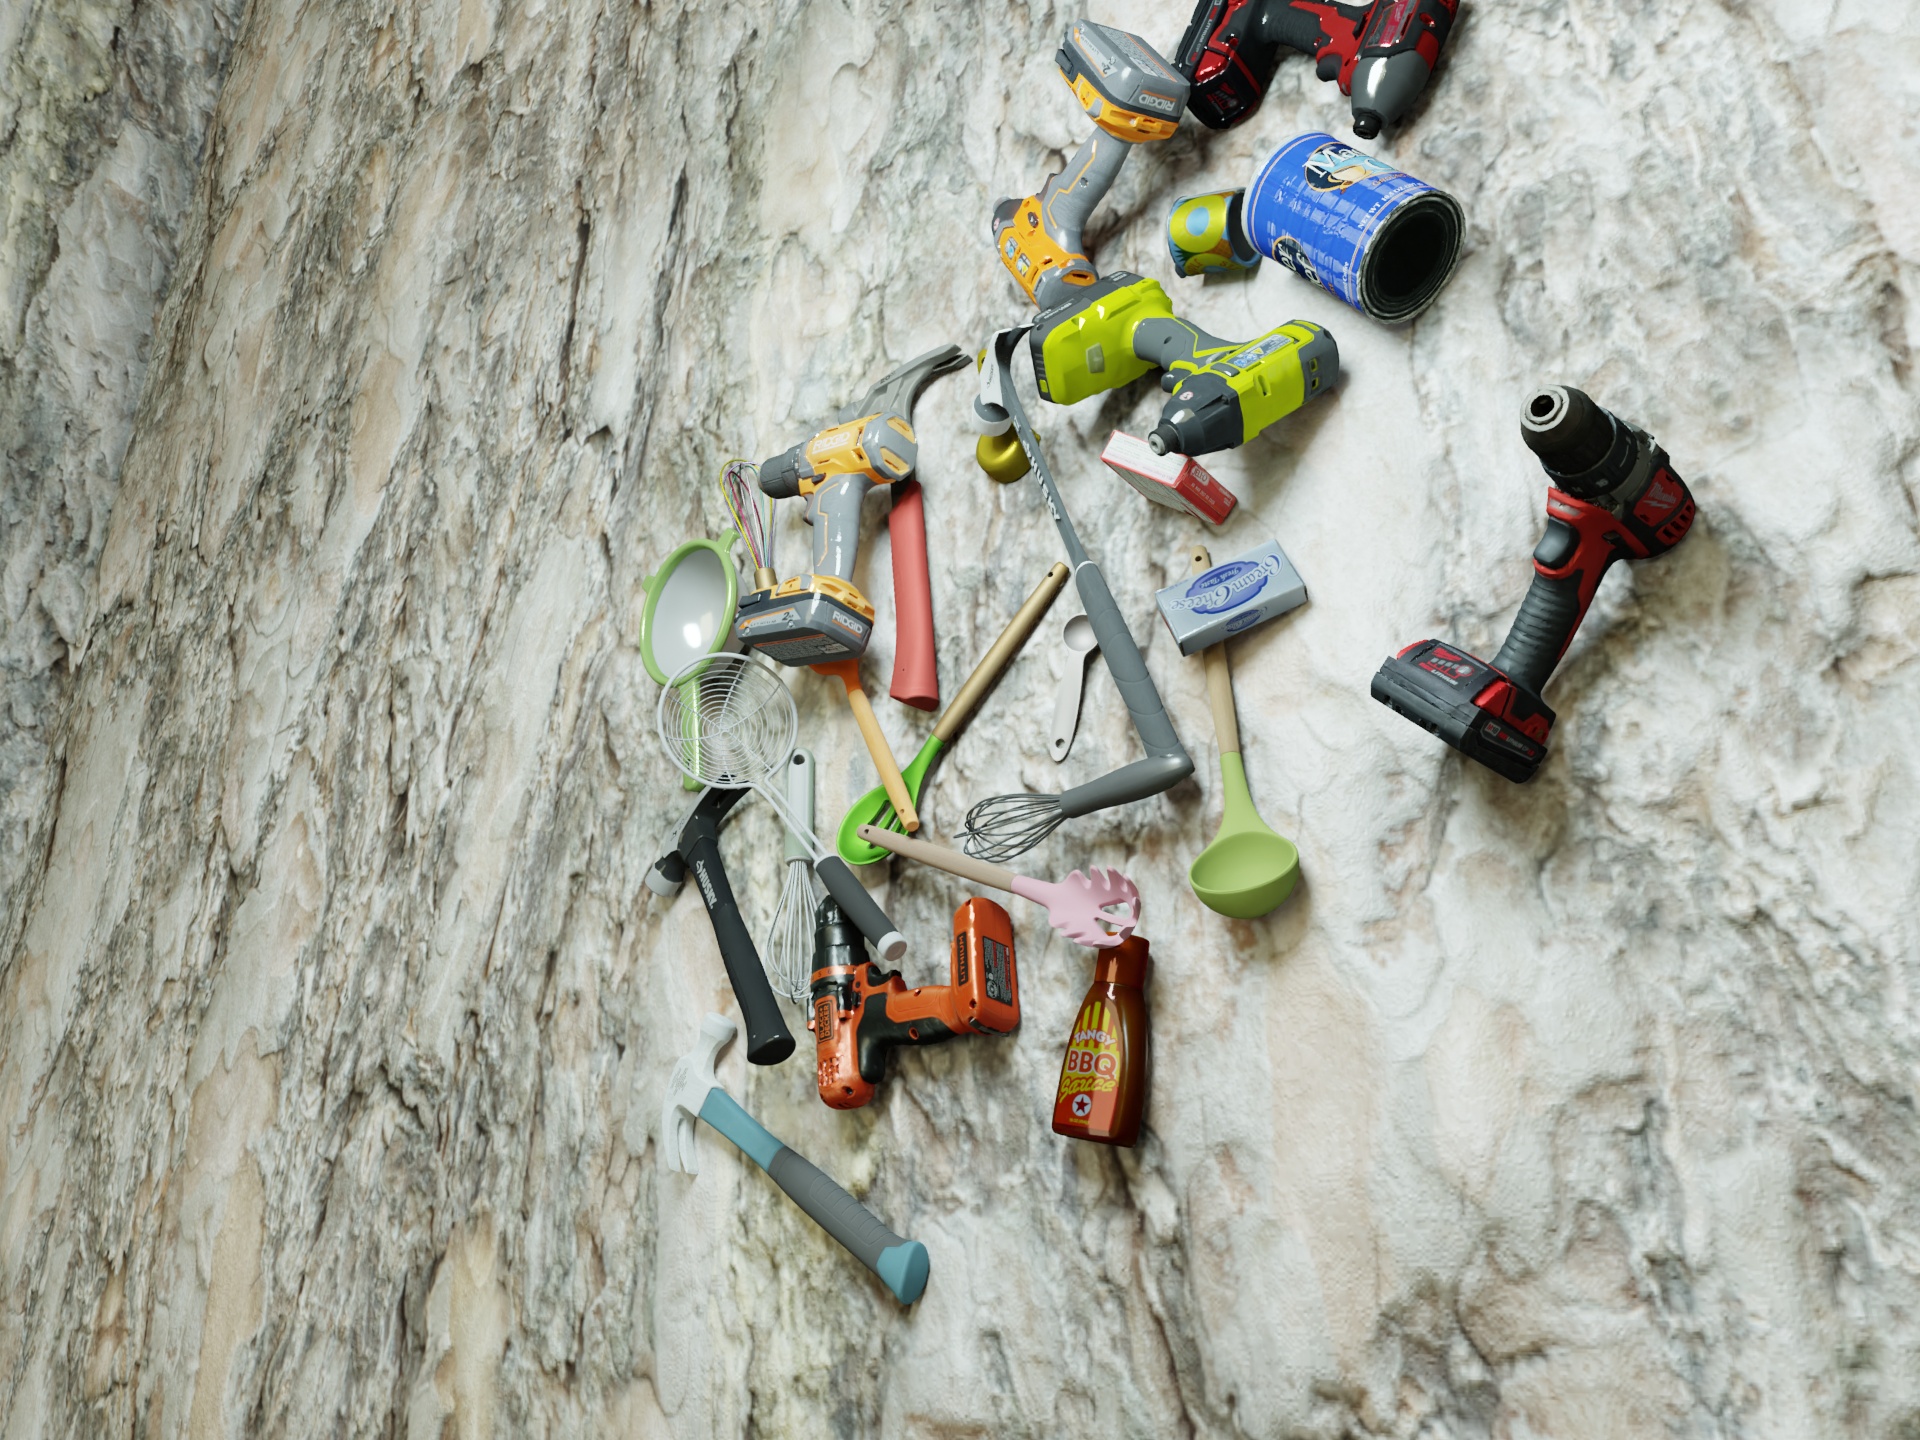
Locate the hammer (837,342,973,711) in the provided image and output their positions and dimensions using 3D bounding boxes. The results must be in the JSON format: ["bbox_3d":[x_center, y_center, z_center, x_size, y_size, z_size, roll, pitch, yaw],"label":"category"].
[{"bbox_3d":[-0.041,-0.175,1.458,0.149,0.036,0.359,-23,57,31],"label":"hammer"}]

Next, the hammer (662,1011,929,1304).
[{"bbox_3d":[-0.140,0.367,1.305,0.331,0.033,0.128,25,88,43],"label":"hammer"}]

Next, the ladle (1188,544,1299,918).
[{"bbox_3d":[0.193,-0.002,1.175,0.078,0.062,0.320,-13,59,16],"label":"ladle"}]

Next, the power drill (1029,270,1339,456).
[{"bbox_3d":[0.162,-0.280,1.265,0.171,0.080,0.223,-32,40,-21],"label":"power drill"}]

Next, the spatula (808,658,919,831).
[{"bbox_3d":[-0.093,-0.012,1.406,0.081,0.041,0.323,-44,39,14],"label":"spatula"}]

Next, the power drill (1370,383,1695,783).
[{"bbox_3d":[0.355,-0.088,0.991,0.080,0.187,0.226,39,102,43],"label":"power drill"}]

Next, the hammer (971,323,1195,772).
[{"bbox_3d":[0.096,-0.132,1.261,0.036,0.149,0.409,-16,67,-12],"label":"hammer"}]

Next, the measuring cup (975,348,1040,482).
[{"bbox_3d":[0.030,-0.286,1.450,0.062,0.029,0.157,-30,56,26],"label":"measuring cup"}]

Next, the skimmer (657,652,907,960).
[{"bbox_3d":[-0.145,0.067,1.351,0.127,0.090,0.364,-23,41,-21],"label":"skimmer"}]

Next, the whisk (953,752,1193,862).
[{"bbox_3d":[0.083,0.064,1.219,0.239,0.055,0.055,-23,58,43],"label":"whisk"}]

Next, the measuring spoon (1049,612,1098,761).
[{"bbox_3d":[0.092,-0.026,1.299,0.034,0.018,0.124,9,84,25],"label":"measuring spoon"}]

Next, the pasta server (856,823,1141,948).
[{"bbox_3d":[0.020,0.117,1.230,0.316,0.040,0.060,14,73,45],"label":"pasta server"}]

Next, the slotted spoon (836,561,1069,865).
[{"bbox_3d":[-0.002,-0.004,1.357,0.314,0.031,0.070,-54,48,5],"label":"slotted spoon"}]

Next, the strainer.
[{"bbox_3d":[-0.243,-0.050,1.551,0.151,0.069,0.256,-22,64,40],"label":"strainer"}]

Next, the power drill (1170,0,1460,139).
[{"bbox_3d":[0.292,-0.552,1.321,0.220,0.078,0.143,20,85,40],"label":"power drill"}]

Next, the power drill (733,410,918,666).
[{"bbox_3d":[-0.138,-0.167,1.462,0.185,0.084,0.226,-5,65,42],"label":"power drill"}]

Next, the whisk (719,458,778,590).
[{"bbox_3d":[-0.203,-0.164,1.584,0.051,0.047,0.245,-29,58,26],"label":"whisk"}]

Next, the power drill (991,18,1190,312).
[{"bbox_3d":[0.099,-0.490,1.409,0.164,0.084,0.226,61,138,38],"label":"power drill"}]

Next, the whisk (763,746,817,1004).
[{"bbox_3d":[-0.143,0.132,1.402,0.058,0.059,0.247,-5,59,4],"label":"whisk"}]

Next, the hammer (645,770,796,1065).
[{"bbox_3d":[-0.198,0.176,1.380,0.146,0.035,0.335,-55,34,15],"label":"hammer"}]
